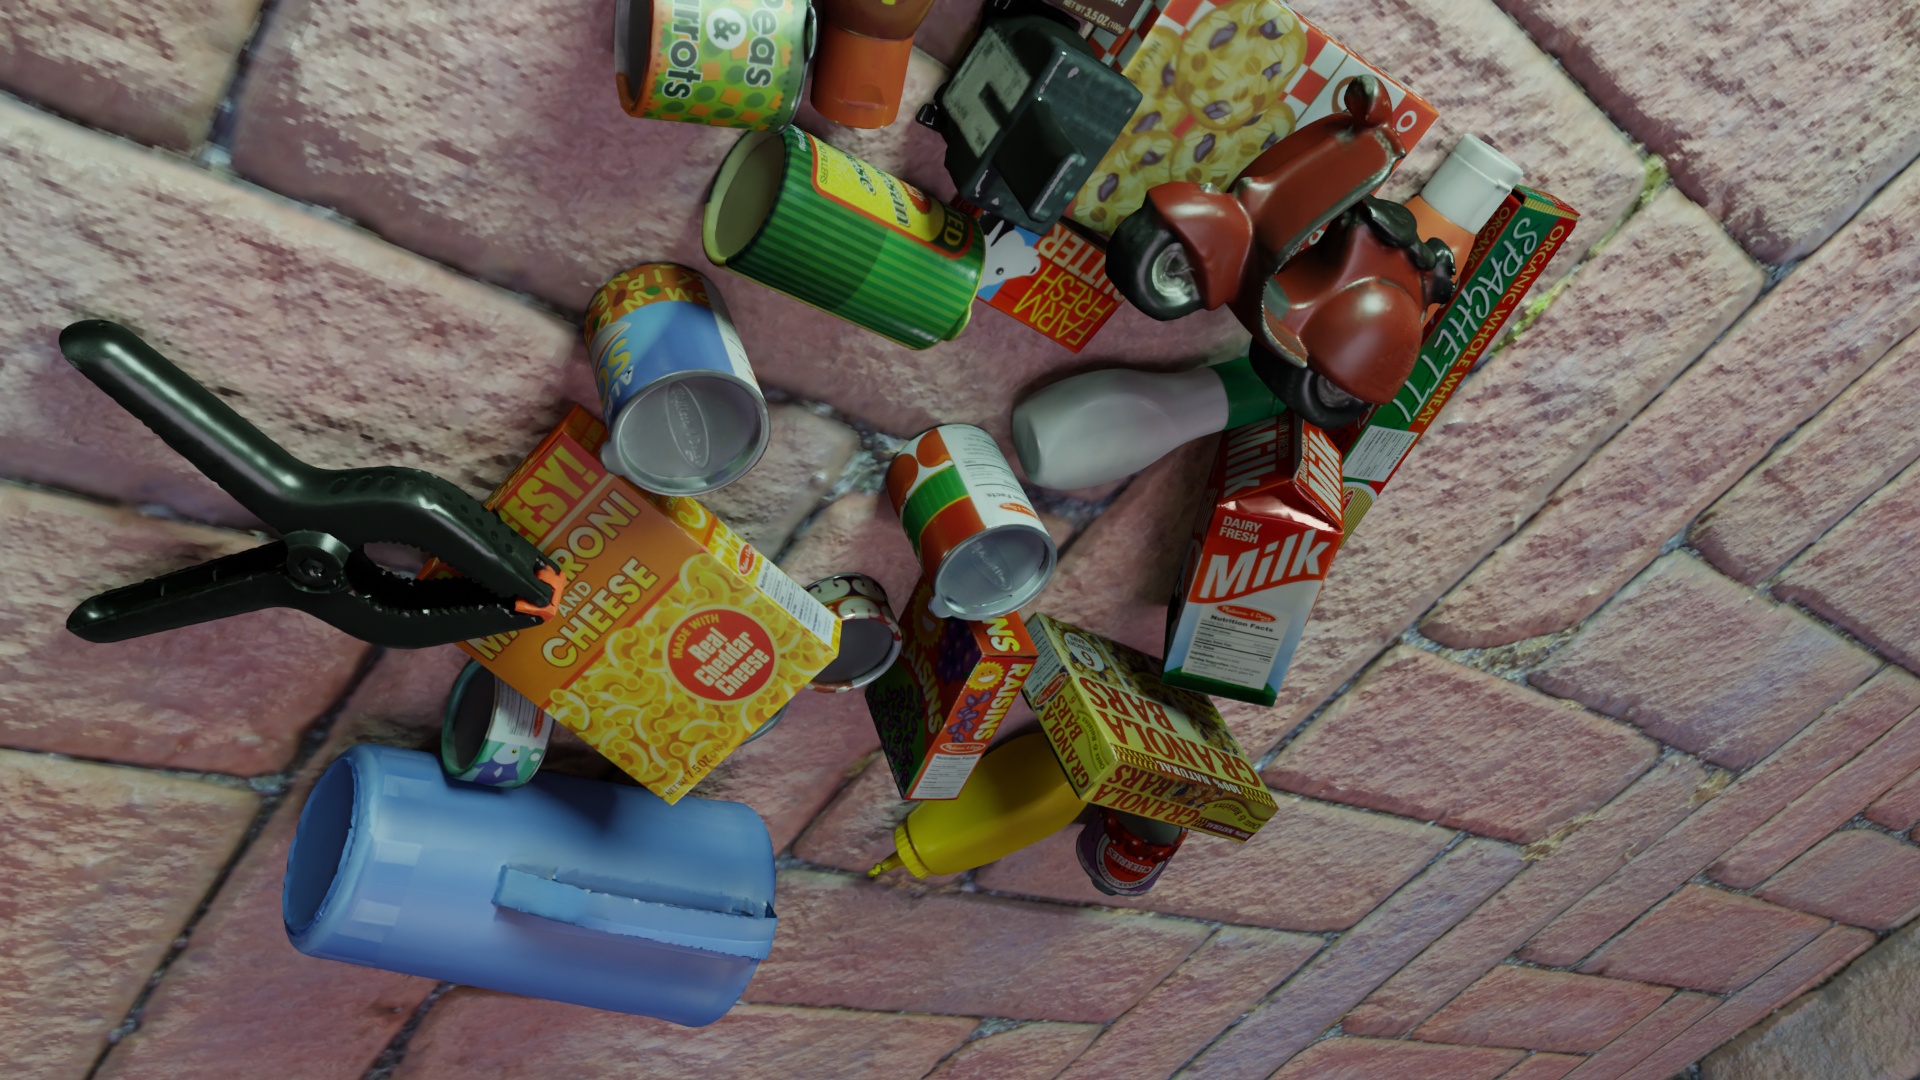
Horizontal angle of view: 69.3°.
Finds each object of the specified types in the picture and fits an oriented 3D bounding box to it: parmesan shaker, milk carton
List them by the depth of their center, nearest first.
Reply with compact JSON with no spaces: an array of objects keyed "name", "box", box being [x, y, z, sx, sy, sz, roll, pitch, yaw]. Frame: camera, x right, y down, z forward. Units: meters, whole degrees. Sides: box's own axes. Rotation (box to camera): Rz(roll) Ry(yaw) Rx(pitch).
[{"name":"parmesan shaker","box":[-0.048,-0.127,0.590,0.103,0.071,0.071,18,122,-38]},{"name":"milk carton","box":[0.174,0.004,0.814,0.073,0.073,0.189,12,133,4]}]

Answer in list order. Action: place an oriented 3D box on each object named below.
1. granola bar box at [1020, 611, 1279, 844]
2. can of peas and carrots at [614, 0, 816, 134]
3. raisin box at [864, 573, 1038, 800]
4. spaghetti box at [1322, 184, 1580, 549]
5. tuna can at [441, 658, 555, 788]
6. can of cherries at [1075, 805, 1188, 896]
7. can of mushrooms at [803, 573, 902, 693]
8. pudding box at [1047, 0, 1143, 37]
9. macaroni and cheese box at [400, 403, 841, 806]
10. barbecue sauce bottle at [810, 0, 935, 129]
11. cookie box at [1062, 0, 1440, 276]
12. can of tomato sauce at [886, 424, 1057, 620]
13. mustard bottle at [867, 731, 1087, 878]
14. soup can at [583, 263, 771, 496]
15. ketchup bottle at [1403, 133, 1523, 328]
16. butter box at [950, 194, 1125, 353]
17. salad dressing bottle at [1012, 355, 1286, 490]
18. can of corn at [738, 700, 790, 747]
[{"name":"granola bar box","box":[0.114,0.120,0.877,0.165,0.125,0.039,23,118,-40]},{"name":"can of peas and carrots","box":[-0.092,-0.186,0.511,0.059,0.071,0.070,-1,132,-25]},{"name":"raisin box","box":[-0.007,0.079,0.804,0.040,0.086,0.122,5,129,-28]},{"name":"spaghetti box","box":[0.263,-0.094,0.811,0.050,0.029,0.248,5,129,-30]},{"name":"tuna can","box":[-0.240,0.094,0.718,0.033,0.071,0.071,20,120,-38]},{"name":"can of cherries","box":[0.126,0.219,1.020,0.071,0.072,0.058,4,130,-29]},{"name":"can of mushrooms","box":[-0.070,0.053,0.786,0.071,0.033,0.070,-14,137,-13]},{"name":"pudding box","box":[0.042,-0.242,0.553,0.084,0.030,0.049,12,125,-35]},{"name":"macaroni and cheese box","box":[-0.160,0.034,0.667,0.166,0.040,0.123,42,107,-18]},{"name":"barbecue sauce bottle","box":[-0.027,-0.230,0.520,0.065,0.044,0.147,1,132,-19]},{"name":"cookie box","box":[0.123,-0.186,0.642,0.167,0.040,0.122,15,125,-36]},{"name":"can of tomato sauce","box":[0.003,-0.009,0.723,0.071,0.083,0.070,-14,136,-14]},{"name":"mustard bottle","box":[0.006,0.189,0.940,0.160,0.065,0.048,-30,133,12]},{"name":"soup can","box":[-0.126,-0.070,0.599,0.071,0.084,0.071,-14,136,-14]},{"name":"ketchup bottle","box":[0.235,-0.142,0.738,0.065,0.044,0.148,12,125,-36]},{"name":"butter box","box":[0.035,-0.132,0.663,0.103,0.024,0.053,22,119,-40]},{"name":"salad dressing bottle","box":[0.103,-0.068,0.747,0.148,0.044,0.064,-15,135,-15]},{"name":"can of corn","box":[-0.134,0.071,0.752,0.071,0.058,0.070,-14,137,-14]}]
